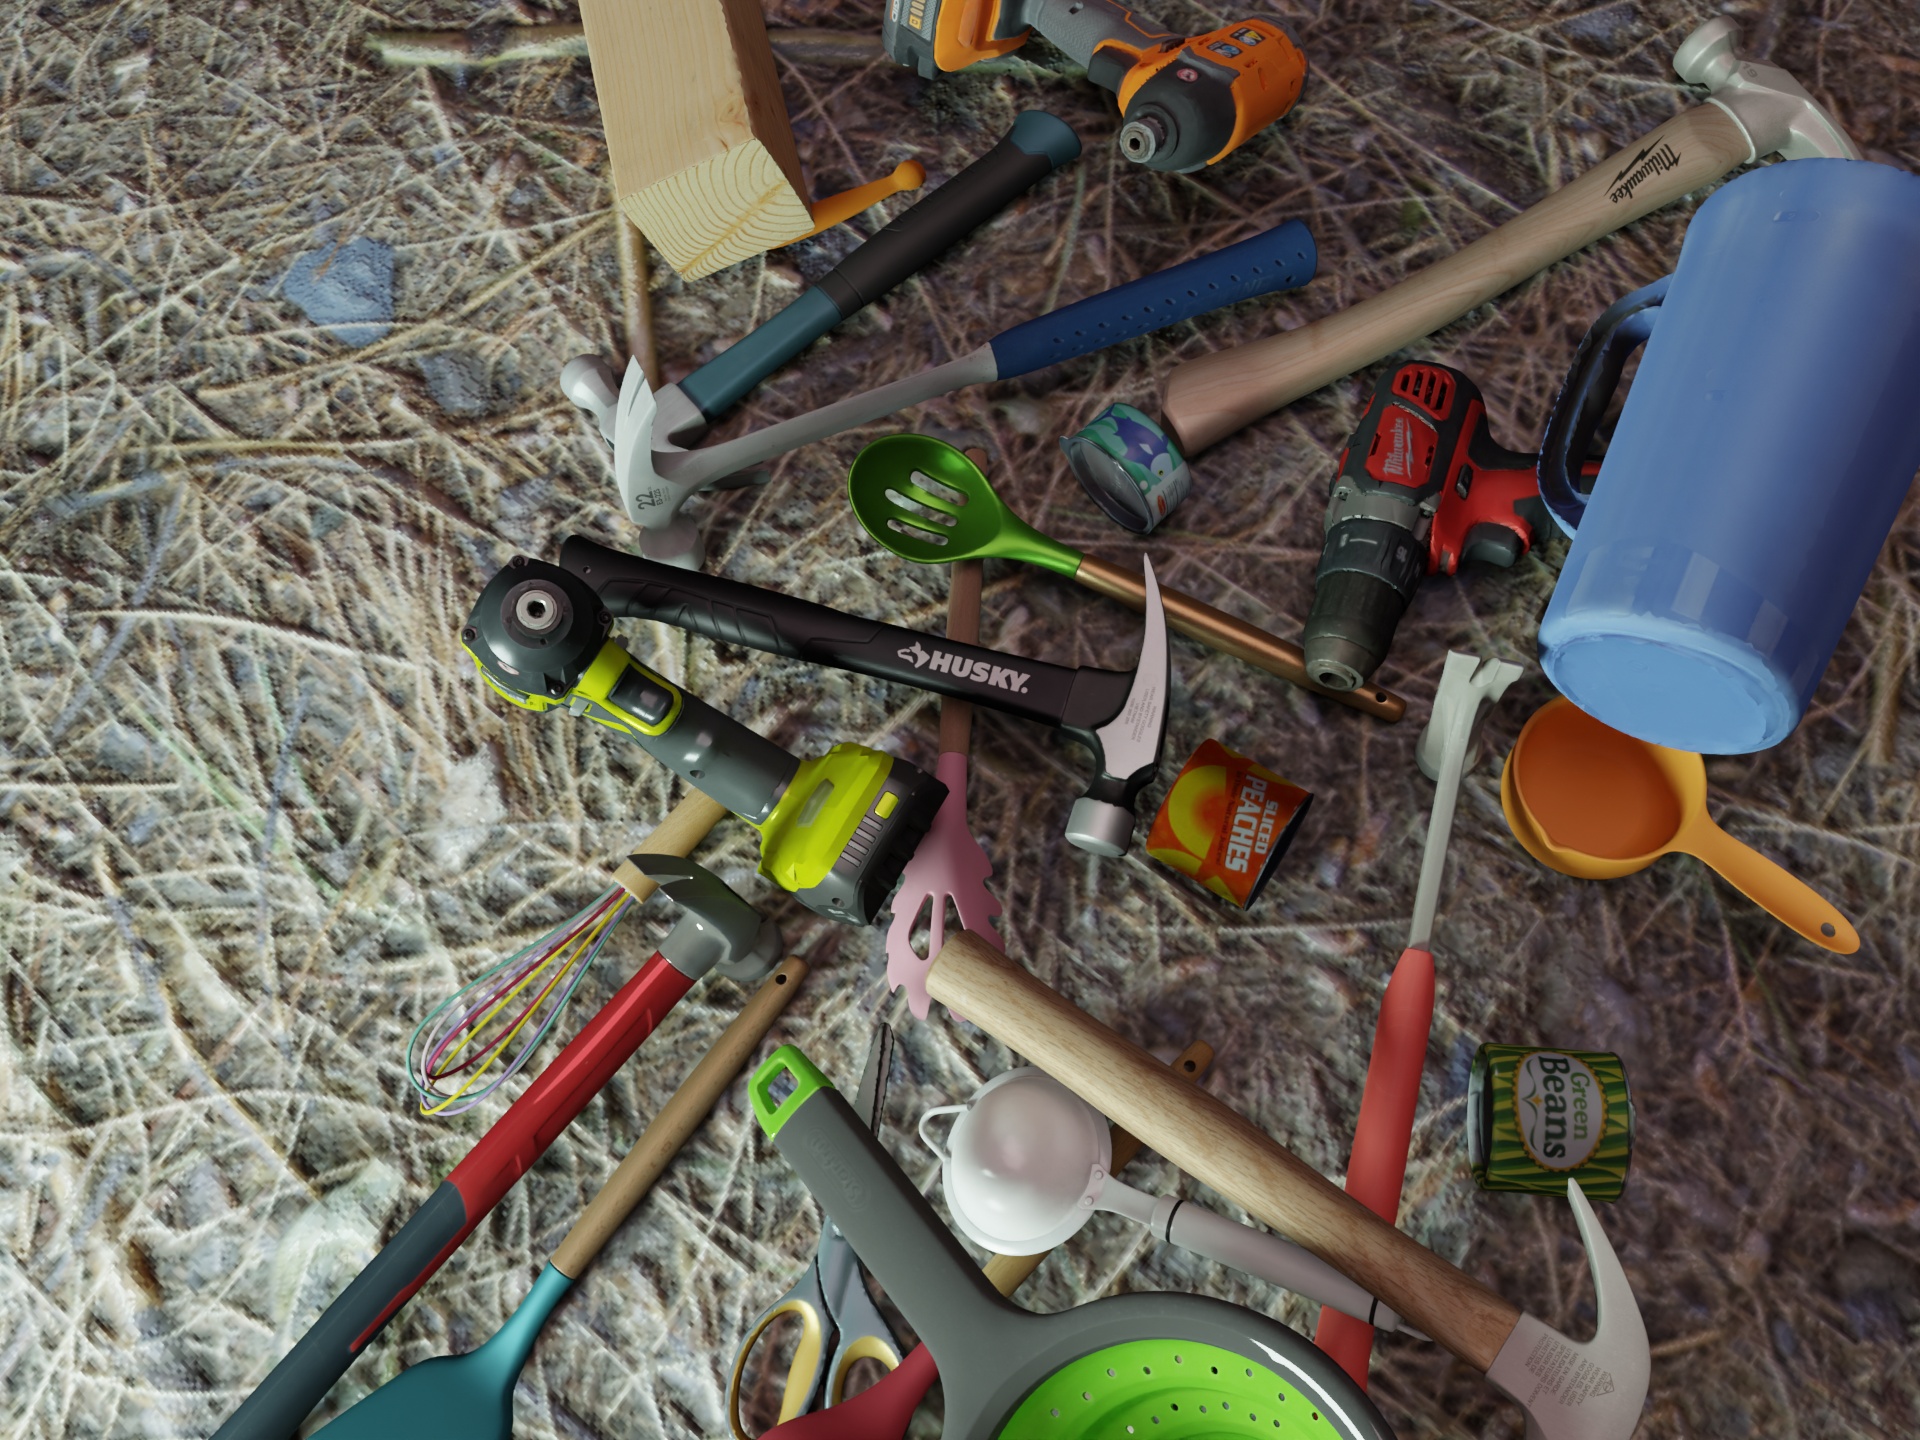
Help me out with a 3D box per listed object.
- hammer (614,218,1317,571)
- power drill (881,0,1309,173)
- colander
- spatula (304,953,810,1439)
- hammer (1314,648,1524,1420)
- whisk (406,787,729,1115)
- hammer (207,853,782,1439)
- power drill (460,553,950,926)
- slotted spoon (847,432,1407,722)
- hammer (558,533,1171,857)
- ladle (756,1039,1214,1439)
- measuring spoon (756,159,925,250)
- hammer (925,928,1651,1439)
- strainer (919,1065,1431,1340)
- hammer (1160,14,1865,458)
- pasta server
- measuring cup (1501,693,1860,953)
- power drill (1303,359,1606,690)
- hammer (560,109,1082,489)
[{"bbox_3d":[0.007,-0.194,0.862,0.405,0.144,0.035,-22,61,-9],"label":"hammer"},{"bbox_3d":[0.069,-0.387,0.913,0.226,0.084,0.164,31,47,16],"label":"power drill"},{"bbox_3d":[0.043,0.284,0.657,0.204,0.094,0.397,-48,55,1],"label":"colander"},{"bbox_3d":[-0.174,0.239,0.754,0.082,0.044,0.317,32,75,20],"label":"spatula"},{"bbox_3d":[0.195,0.151,0.706,0.037,0.149,0.359,12,78,13],"label":"hammer"},{"bbox_3d":[-0.187,0.101,0.811,0.051,0.047,0.245,40,74,6],"label":"whisk"},{"bbox_3d":[-0.237,0.222,0.727,0.038,0.143,0.386,39,83,21],"label":"hammer"},{"bbox_3d":[-0.124,0.006,0.739,0.223,0.171,0.080,33,79,-10],"label":"power drill"},{"bbox_3d":[0.085,-0.068,0.834,0.314,0.031,0.070,25,75,7],"label":"slotted spoon"},{"bbox_3d":[-0.054,-0.045,0.812,0.335,0.035,0.146,15,78,14],"label":"hammer"},{"bbox_3d":[0.012,0.263,0.722,0.069,0.031,0.315,41,73,14],"label":"ladle"},{"bbox_3d":[-0.075,-0.313,0.965,0.117,0.011,0.021,-24,69,-3],"label":"measuring spoon"},{"bbox_3d":[0.121,0.183,0.657,0.331,0.031,0.130,31,77,27],"label":"hammer"},{"bbox_3d":[0.083,0.212,0.694,0.258,0.050,0.087,14,71,28],"label":"strainer"},{"bbox_3d":[0.300,-0.246,0.885,0.410,0.038,0.146,-29,71,-4],"label":"hammer"},{"bbox_3d":[-0.001,-0.003,0.836,0.060,0.040,0.316,1,66,7],"label":"pasta server"},{"bbox_3d":[0.340,0.058,0.759,0.174,0.052,0.095,38,78,16],"label":"measuring cup"},{"bbox_3d":[0.292,-0.078,0.798,0.227,0.080,0.188,17,67,16],"label":"power drill"},{"bbox_3d":[-0.067,-0.253,0.931,0.331,0.033,0.128,-39,70,-8],"label":"hammer"}]
